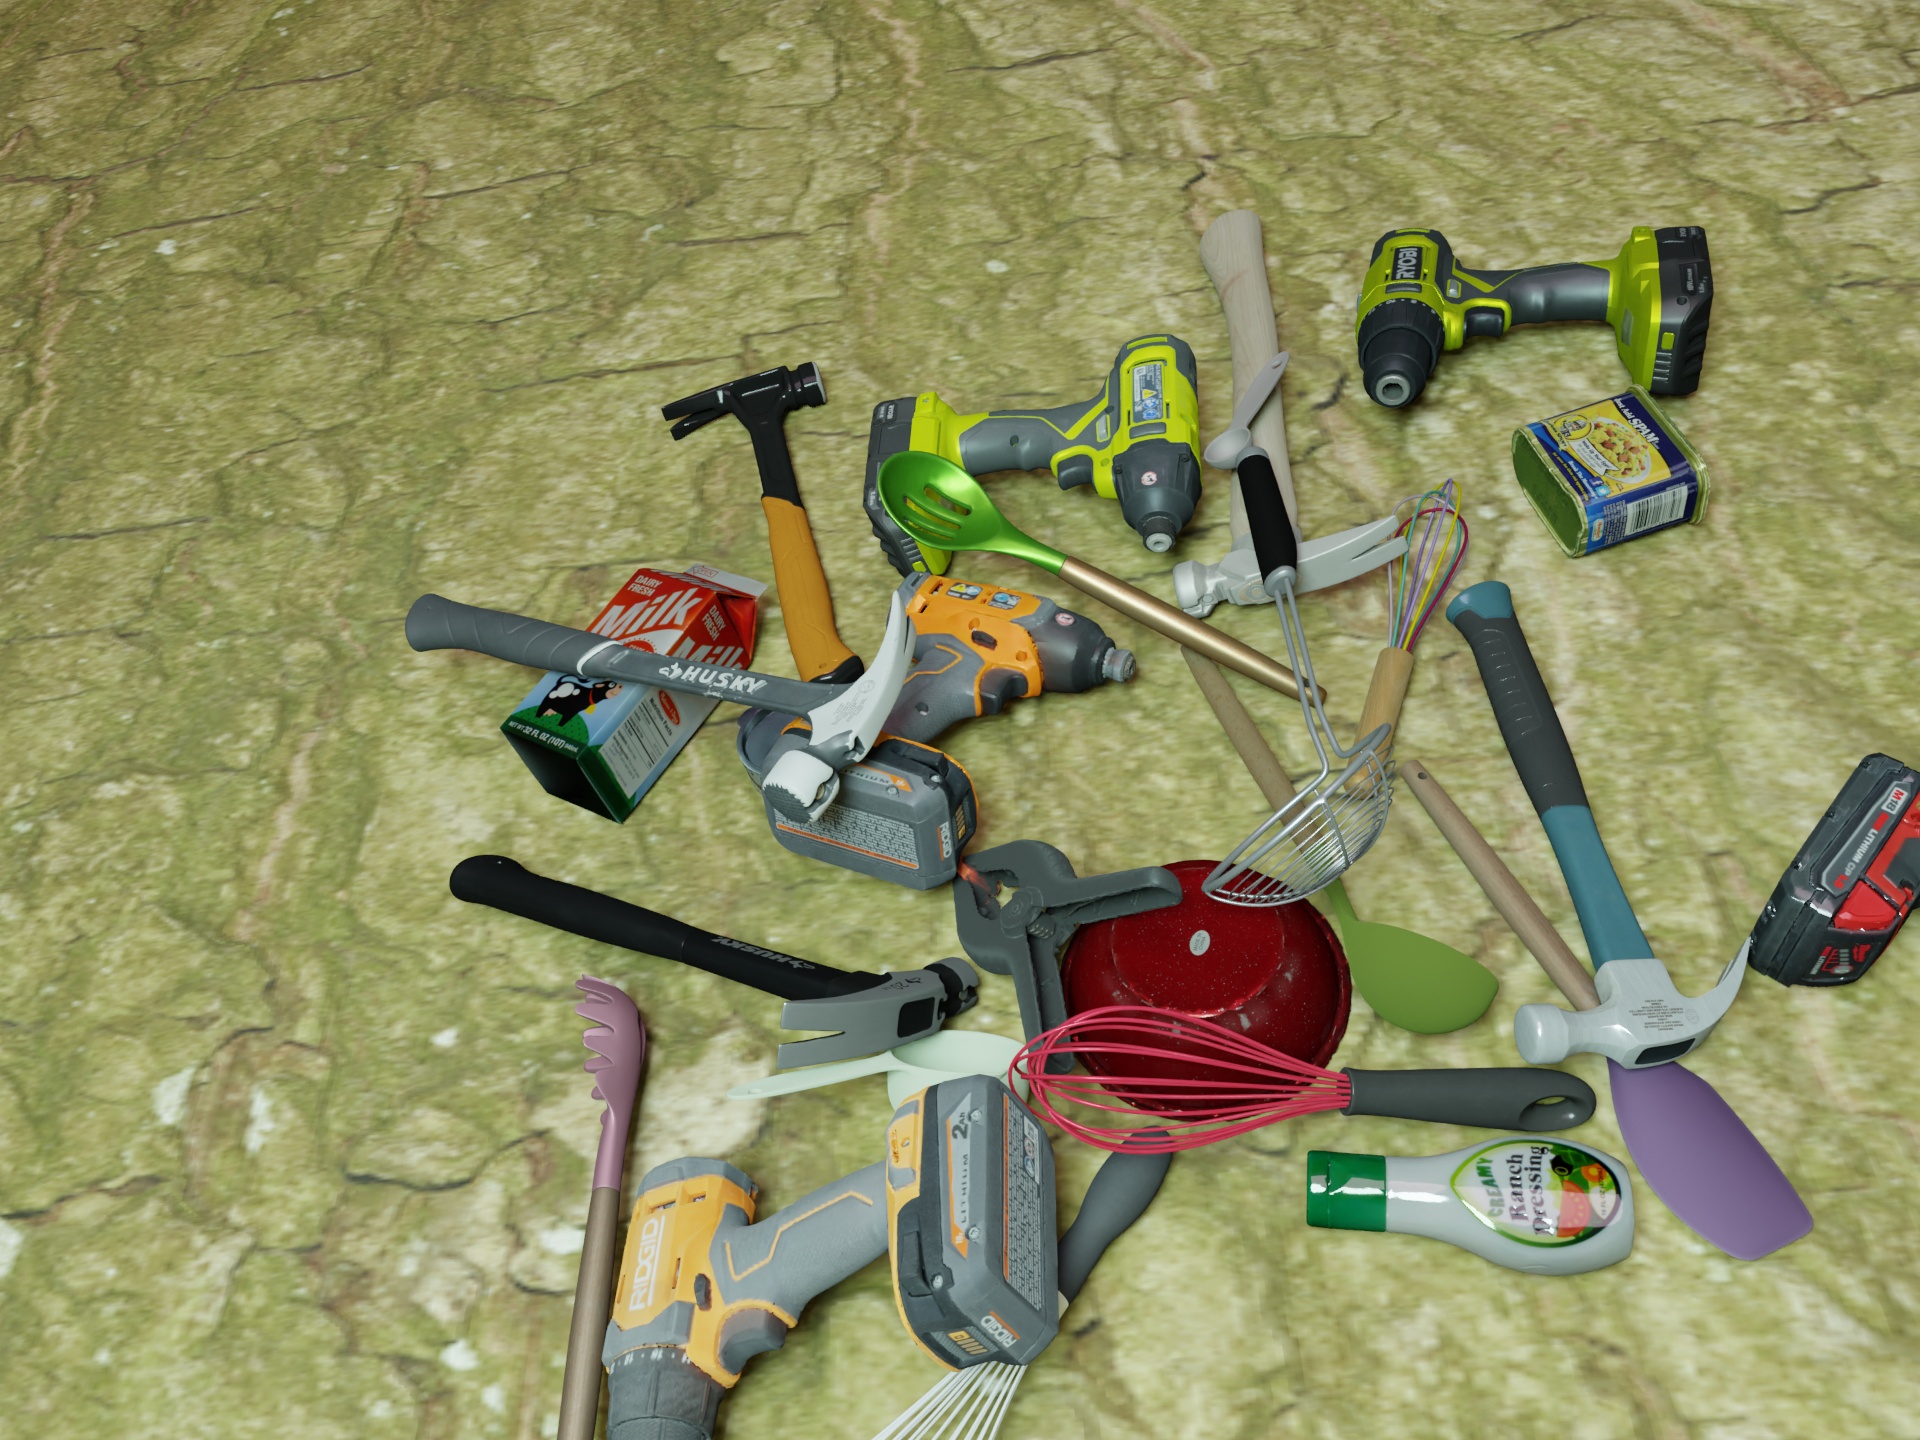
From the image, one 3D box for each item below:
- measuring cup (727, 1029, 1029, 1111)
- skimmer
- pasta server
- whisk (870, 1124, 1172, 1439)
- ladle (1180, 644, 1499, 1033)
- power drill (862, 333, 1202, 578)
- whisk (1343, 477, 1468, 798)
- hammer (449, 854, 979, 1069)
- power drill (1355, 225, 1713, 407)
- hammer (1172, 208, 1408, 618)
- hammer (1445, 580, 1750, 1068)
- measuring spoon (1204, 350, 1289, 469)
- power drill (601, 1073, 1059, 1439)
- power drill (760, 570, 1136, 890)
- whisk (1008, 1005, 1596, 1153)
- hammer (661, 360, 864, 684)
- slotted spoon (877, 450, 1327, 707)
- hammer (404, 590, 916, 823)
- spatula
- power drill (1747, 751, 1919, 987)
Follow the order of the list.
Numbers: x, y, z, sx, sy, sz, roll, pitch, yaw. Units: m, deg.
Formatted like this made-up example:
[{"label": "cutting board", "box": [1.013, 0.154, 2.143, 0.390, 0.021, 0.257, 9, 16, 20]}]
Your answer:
[{"label": "measuring cup", "box": [-0.040, 0.193, 0.814, 0.167, 0.038, 0.083, -3, 7, -29]}, {"label": "skimmer", "box": [0.171, -0.049, 0.905, 0.090, 0.127, 0.364, 22, 42, -24]}, {"label": "pasta server", "box": [-0.193, 0.268, 0.815, 0.040, 0.060, 0.317, 2, 46, -5]}, {"label": "whisk", "box": [0.019, 0.304, 0.755, 0.070, 0.070, 0.285, 26, 57, 29]}, {"label": "ladle", "box": [0.202, 0.049, 0.912, 0.062, 0.078, 0.321, -35, 44, 12]}, {"label": "power drill", "box": [0.052, -0.171, 1.086, 0.223, 0.080, 0.171, -8, 54, 17]}, {"label": "whisk", "box": [0.275, -0.055, 0.992, 0.047, 0.051, 0.245, -2, 53, 39]}, {"label": "hammer", "box": [-0.167, 0.127, 0.911, 0.335, 0.146, 0.035, 12, 99, 29]}, {"label": "power drill", "box": [0.389, -0.277, 1.101, 0.228, 0.080, 0.191, 4, 42, 17]}, {"label": "hammer", "box": [0.220, -0.243, 1.135, 0.146, 0.038, 0.411, -15, 46, 22]}, {"label": "hammer", "box": [0.333, 0.042, 0.888, 0.128, 0.033, 0.331, -1, 48, -4]}, {"label": "measuring spoon", "box": [0.202, -0.210, 1.084, 0.034, 0.018, 0.124, -5, 42, 44]}, {"label": "power drill", "box": [-0.070, 0.274, 0.738, 0.226, 0.084, 0.186, -22, 37, 20]}, {"label": "power drill", "box": [-0.002, -0.003, 0.968, 0.164, 0.084, 0.227, 14, 43, 23]}, {"label": "whisk", "box": [0.170, 0.180, 0.779, 0.295, 0.073, 0.073, 4, 51, -6]}, {"label": "hammer", "box": [-0.132, -0.137, 1.151, 0.127, 0.034, 0.337, -17, 50, -2]}, {"label": "slotted spoon", "box": [0.087, -0.084, 1.003, 0.314, 0.031, 0.070, 28, 56, 8]}, {"label": "hammer", "box": [-0.205, -0.040, 0.978, 0.409, 0.036, 0.149, 12, 54, 35]}, {"label": "spatula", "box": [0.320, 0.137, 0.837, 0.060, 0.018, 0.316, -21, 51, -8]}, {"label": "power drill", "box": [0.504, 0.137, 0.761, 0.227, 0.080, 0.188, 33, 65, 29]}]
